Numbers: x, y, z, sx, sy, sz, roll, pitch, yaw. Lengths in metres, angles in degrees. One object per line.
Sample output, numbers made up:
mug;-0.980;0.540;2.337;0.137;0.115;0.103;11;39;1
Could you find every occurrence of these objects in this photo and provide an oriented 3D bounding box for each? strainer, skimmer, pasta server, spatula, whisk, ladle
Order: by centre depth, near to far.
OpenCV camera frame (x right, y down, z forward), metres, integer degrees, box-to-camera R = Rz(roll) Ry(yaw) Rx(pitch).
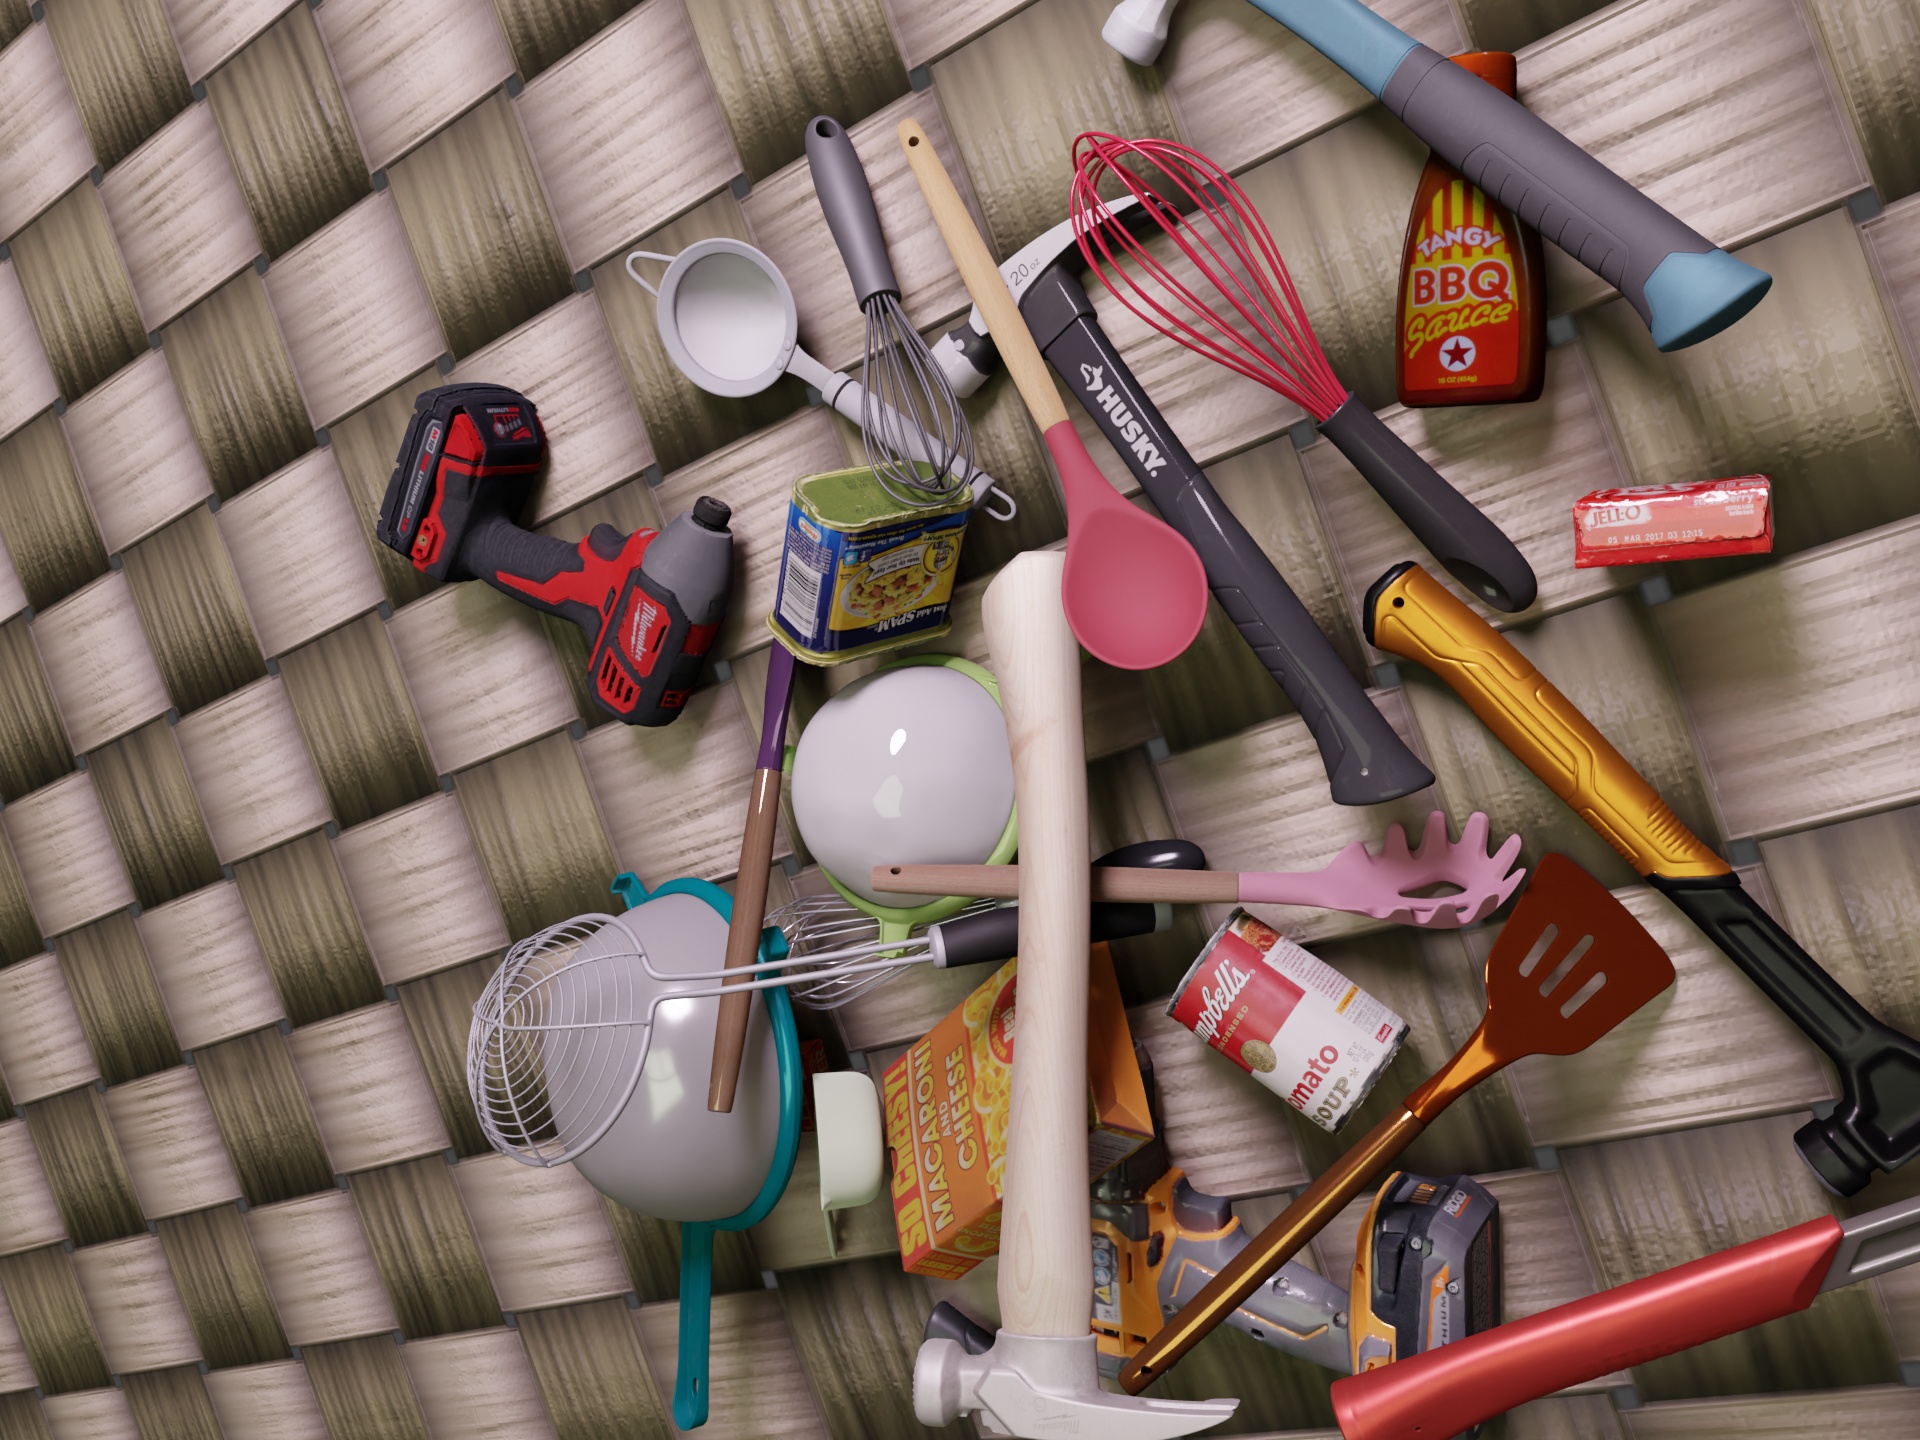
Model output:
whisk;0.156;-0.154;0.719;0.296;0.073;0.073;44;117;-6
spatula;0.192;0.198;0.738;0.322;0.041;0.081;-45;82;5
ladle;0.035;-0.165;0.781;0.069;0.031;0.315;-26;78;7
pasta server;0.109;0.076;0.782;0.316;0.060;0.040;0;131;11
skimmer;-0.072;0.139;0.816;0.363;0.090;0.127;-8;55;-8
whisk;-0.045;-0.216;0.823;0.055;0.055;0.239;-28;68;29
strainer;-0.001;-0.003;0.835;0.256;0.069;0.152;-42;59;18
strainer;-0.073;-0.185;0.873;0.258;0.050;0.086;37;120;11
spatula;-0.110;0.053;0.873;0.060;0.018;0.316;149;129;-67
whisk;0.002;0.107;0.882;0.284;0.070;0.070;-17;91;24
strainer;-0.188;0.265;0.938;0.211;0.095;0.340;9;99;51

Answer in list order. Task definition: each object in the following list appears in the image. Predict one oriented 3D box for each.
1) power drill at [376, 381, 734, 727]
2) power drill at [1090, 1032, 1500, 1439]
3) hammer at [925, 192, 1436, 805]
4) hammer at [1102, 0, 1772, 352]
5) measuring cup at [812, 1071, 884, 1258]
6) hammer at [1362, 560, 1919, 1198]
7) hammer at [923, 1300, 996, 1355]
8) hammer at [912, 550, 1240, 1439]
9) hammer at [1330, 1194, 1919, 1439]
power drill;-0.233;-0.108;0.953;0.220;0.078;0.143;34;113;15
power drill;0.154;0.262;0.820;0.226;0.084;0.185;1;98;32
hammer;0.120;-0.101;0.771;0.146;0.035;0.335;-41;74;27
hammer;0.197;-0.265;0.674;0.331;0.033;0.128;50;126;25
measuring cup;-0.064;0.271;0.937;0.038;0.083;0.167;-5;134;-6
hammer;0.316;0.047;0.713;0.337;0.034;0.127;47;113;13
hammer;0.153;0.442;0.877;0.409;0.036;0.149;26;109;22
hammer;0.053;0.121;0.752;0.146;0.038;0.411;-2;80;16
hammer;0.326;0.236;0.678;0.359;0.037;0.149;-26;105;15
